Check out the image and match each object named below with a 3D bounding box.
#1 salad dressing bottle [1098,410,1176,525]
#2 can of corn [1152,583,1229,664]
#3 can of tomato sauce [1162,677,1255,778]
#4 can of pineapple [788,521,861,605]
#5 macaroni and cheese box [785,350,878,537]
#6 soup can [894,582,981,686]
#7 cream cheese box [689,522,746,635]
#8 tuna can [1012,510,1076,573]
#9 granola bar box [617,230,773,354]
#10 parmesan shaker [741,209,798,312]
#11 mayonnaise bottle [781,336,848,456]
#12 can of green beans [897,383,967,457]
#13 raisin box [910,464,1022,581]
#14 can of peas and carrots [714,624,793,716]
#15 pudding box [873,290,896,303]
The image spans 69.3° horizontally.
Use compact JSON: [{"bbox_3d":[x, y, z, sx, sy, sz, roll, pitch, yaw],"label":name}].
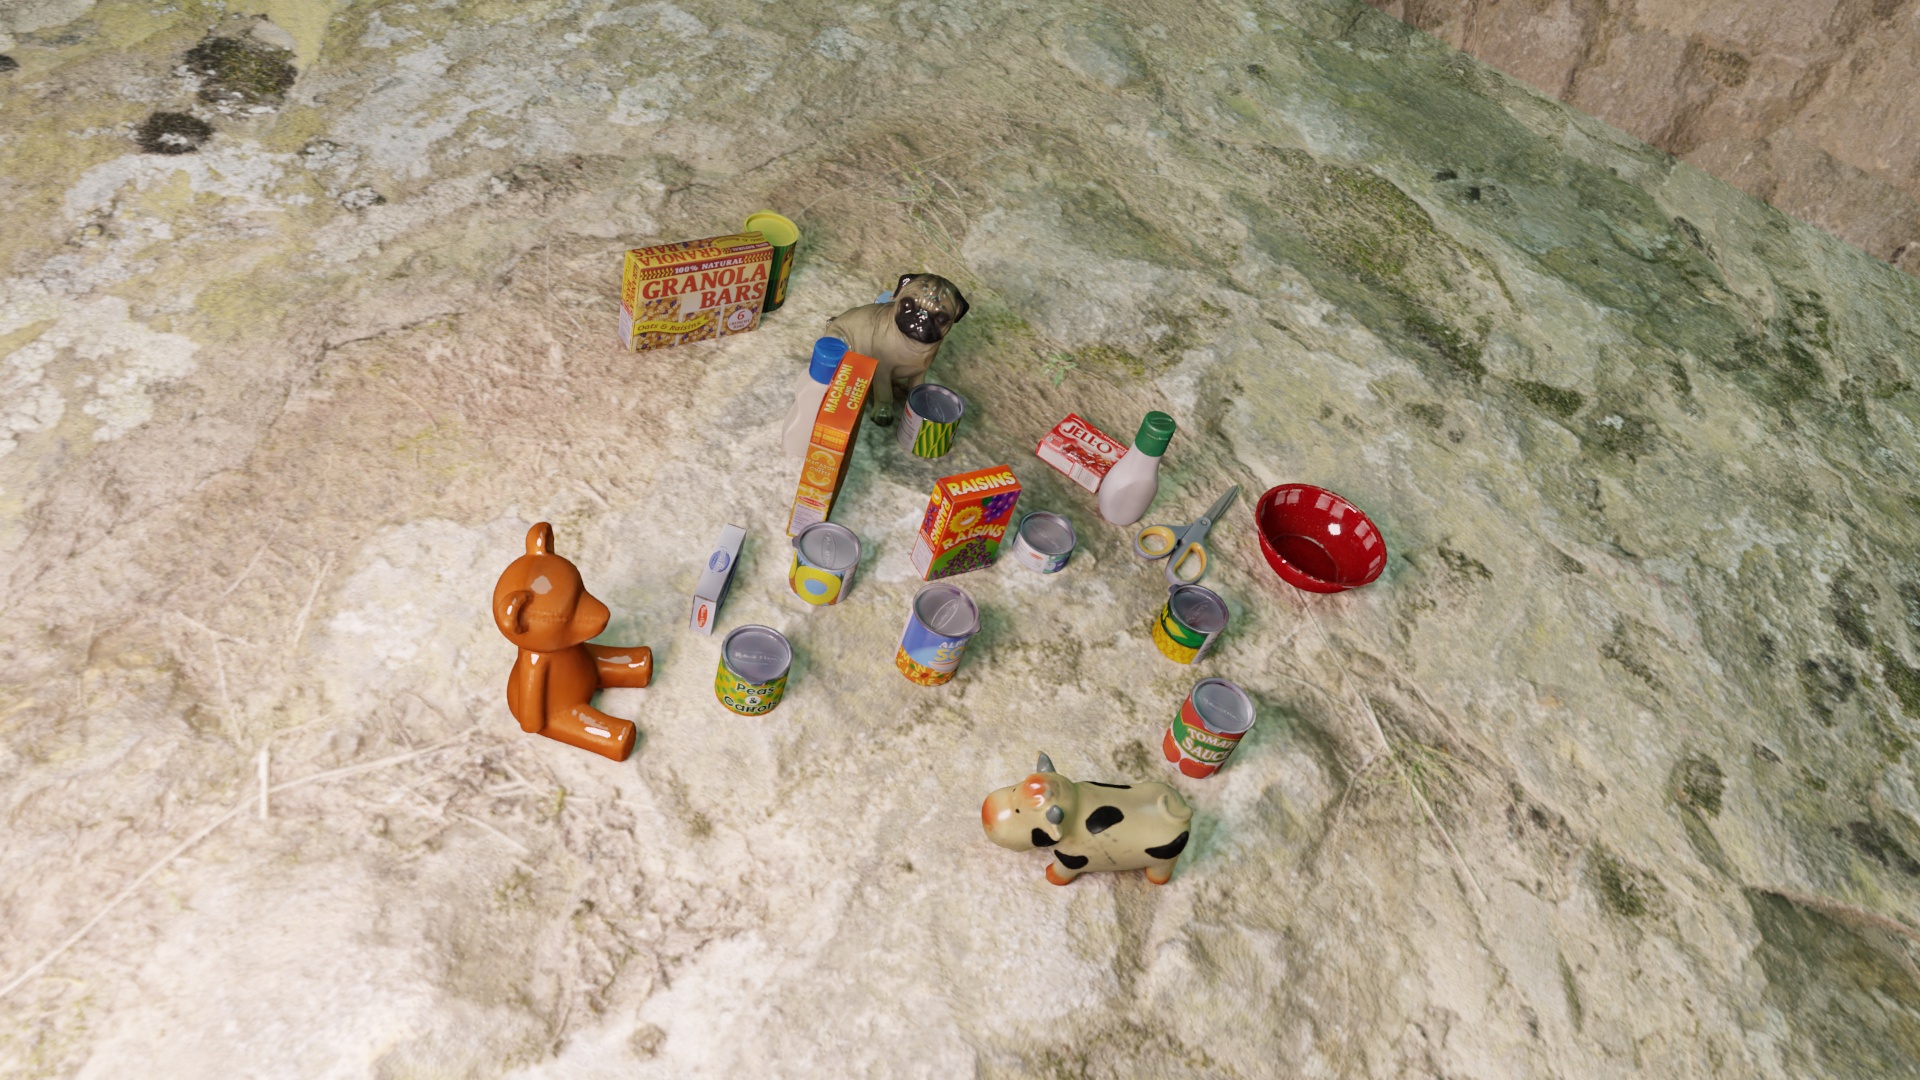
[{"bbox_3d":[0.200,-0.081,1.558,0.064,0.146,0.044,-1,49,-20],"label":"salad dressing bottle"},{"bbox_3d":[0.242,0.088,1.477,0.071,0.058,0.071,10,46,-10],"label":"can of corn"},{"bbox_3d":[0.243,0.187,1.366,0.071,0.082,0.071,10,46,-10],"label":"can of tomato sauce"},{"bbox_3d":[-0.139,0.023,1.403,0.071,0.057,0.071,10,46,-10],"label":"can of pineapple"},{"bbox_3d":[-0.134,-0.095,1.440,0.040,0.165,0.124,18,45,-3],"label":"macaroni and cheese box"},{"bbox_3d":[-0.022,0.095,1.359,0.071,0.083,0.072,10,46,-10],"label":"soup can"},{"bbox_3d":[-0.237,0.037,1.358,0.024,0.053,0.104,17,45,-3],"label":"cream cheese box"},{"bbox_3d":[0.093,0.001,1.524,0.071,0.032,0.071,10,46,-10],"label":"tuna can"},{"bbox_3d":[-0.303,-0.284,1.588,0.166,0.123,0.039,-17,56,-32],"label":"granola bar box"},{"bbox_3d":[-0.236,-0.337,1.676,0.071,0.102,0.072,10,46,-10],"label":"parmesan shaker"},{"bbox_3d":[-0.152,-0.153,1.501,0.065,0.147,0.041,4,47,-16],"label":"mayonnaise bottle"},{"bbox_3d":[-0.035,-0.137,1.591,0.071,0.057,0.071,10,46,-10],"label":"can of green beans"},{"bbox_3d":[0.005,-0.018,1.447,0.086,0.122,0.040,-12,53,-29],"label":"raisin box"},{"bbox_3d":[-0.192,0.123,1.289,0.071,0.058,0.071,10,46,-10],"label":"can of peas and carrots"},{"bbox_3d":[-0.069,-0.264,1.705,0.084,0.049,0.030,31,46,10],"label":"pudding box"}]
